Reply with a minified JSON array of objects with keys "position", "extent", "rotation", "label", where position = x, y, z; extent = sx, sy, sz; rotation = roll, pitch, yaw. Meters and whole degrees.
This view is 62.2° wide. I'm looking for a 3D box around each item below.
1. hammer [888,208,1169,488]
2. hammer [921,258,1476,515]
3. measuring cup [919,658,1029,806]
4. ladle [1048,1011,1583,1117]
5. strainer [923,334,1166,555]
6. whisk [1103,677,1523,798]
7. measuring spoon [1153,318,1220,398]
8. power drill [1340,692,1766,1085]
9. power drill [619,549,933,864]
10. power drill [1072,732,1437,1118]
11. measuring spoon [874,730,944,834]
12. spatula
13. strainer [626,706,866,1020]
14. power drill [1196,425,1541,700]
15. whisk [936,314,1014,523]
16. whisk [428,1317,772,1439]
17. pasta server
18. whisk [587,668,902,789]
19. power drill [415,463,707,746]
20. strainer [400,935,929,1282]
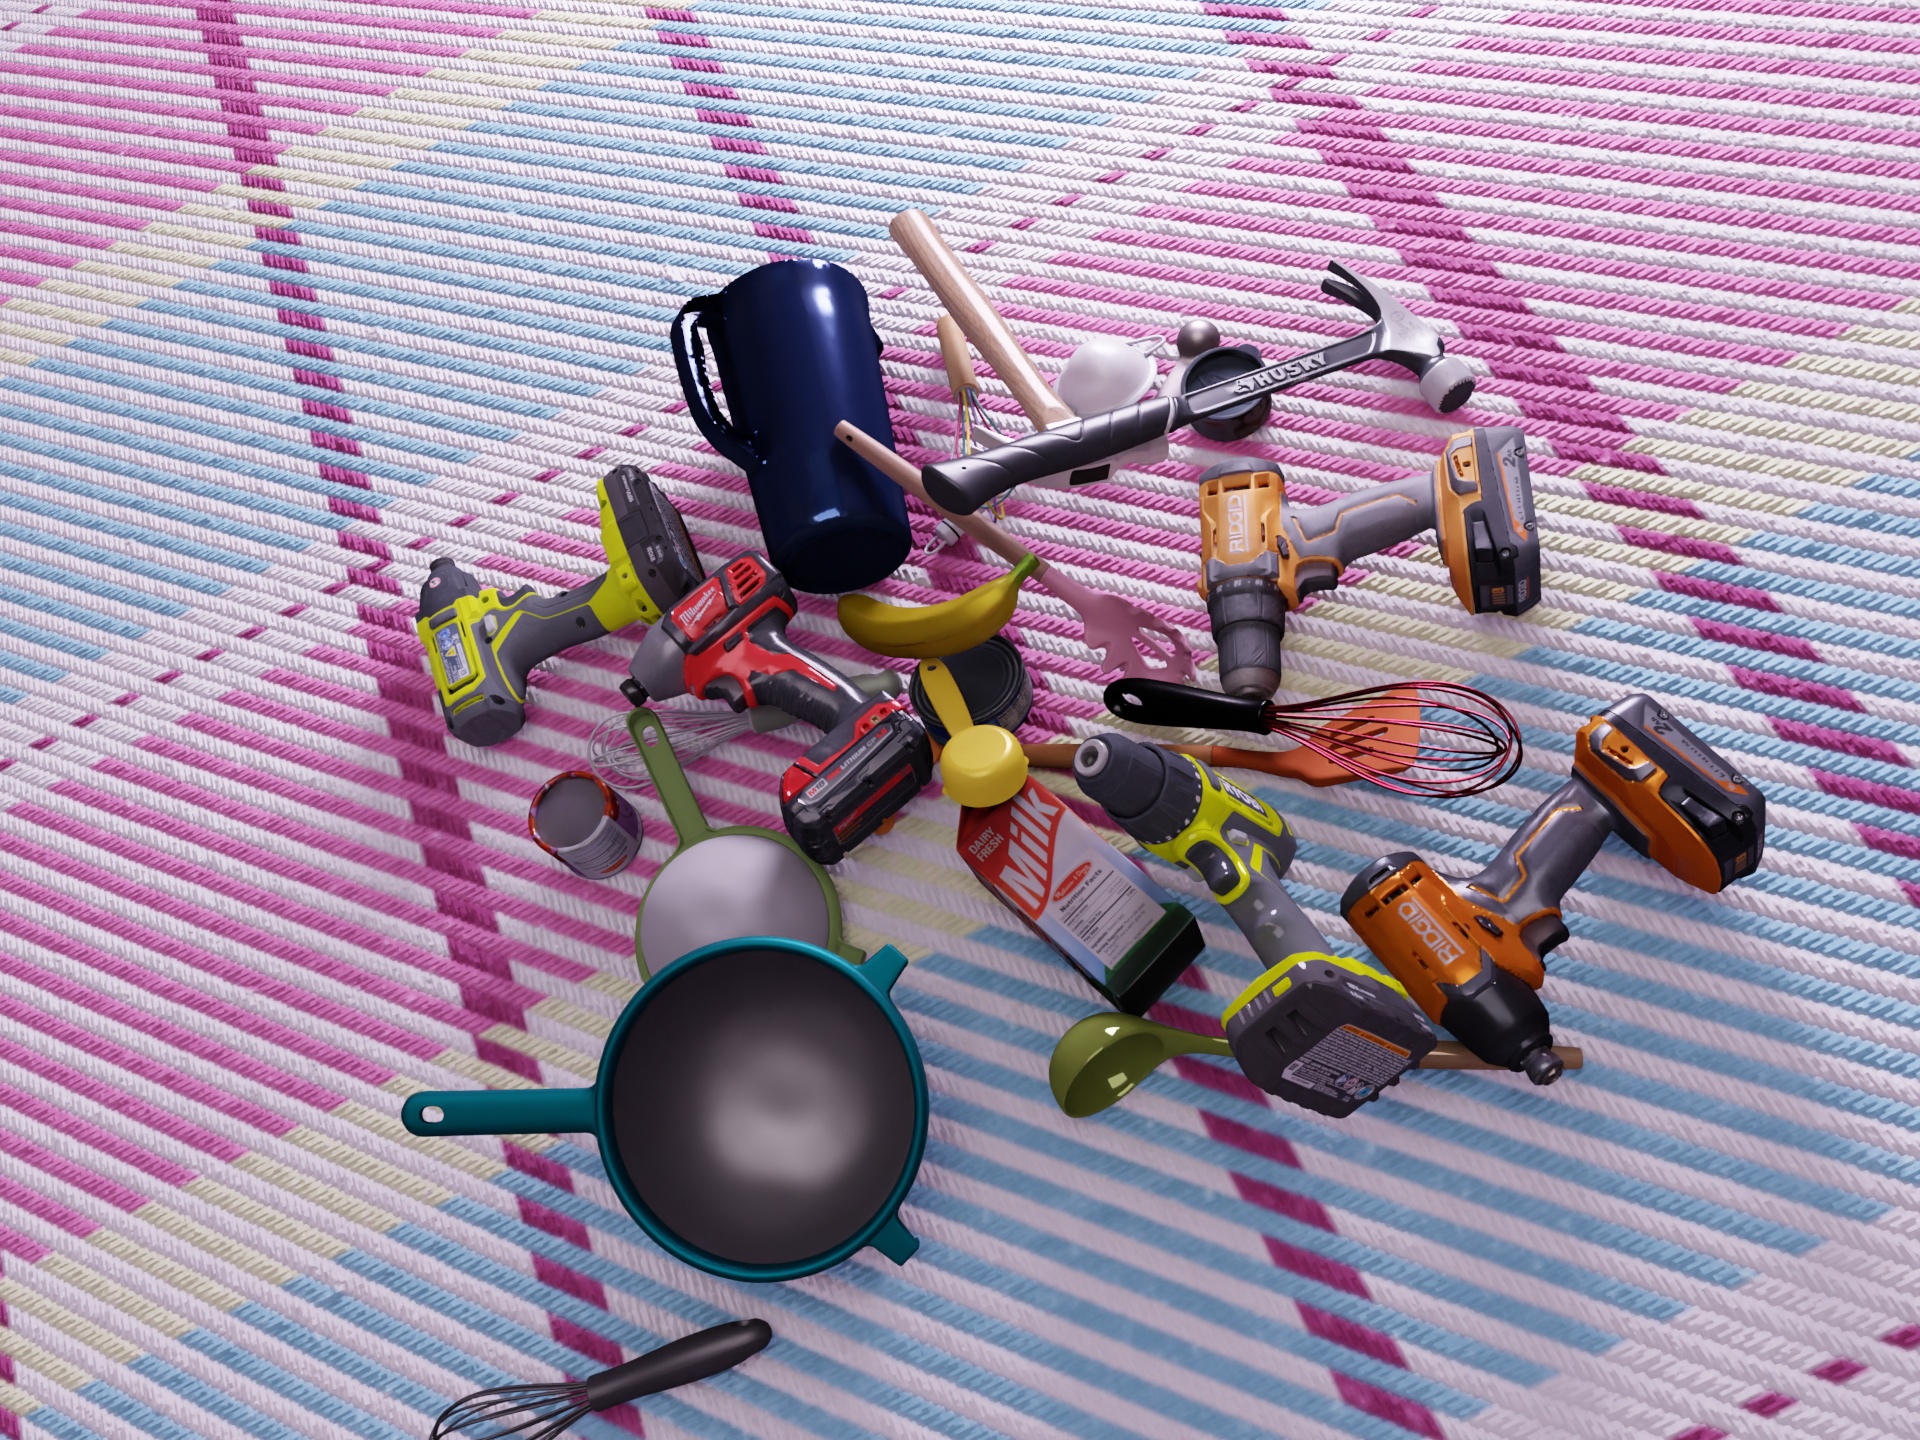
[{"position":[0.022,-0.290,1.209],"extent":[0.130,0.031,0.332],"rotation":[-17,53,-19],"label":"hammer"},{"position":[0.160,-0.226,1.123],"extent":[0.409,0.036,0.149],"rotation":[-21,61,-18],"label":"hammer"},{"position":[-0.002,-0.003,1.083],"extent":[0.062,0.029,0.157],"rotation":[-21,45,-6],"label":"measuring cup"},{"position":[0.214,0.214,0.973],"extent":[0.320,0.078,0.062],"rotation":[-1,51,9],"label":"ladle"},{"position":[0.062,-0.221,1.227],"extent":[0.258,0.050,0.087],"rotation":[-47,47,-5],"label":"strainer"},{"position":[0.214,0.001,1.018],"extent":[0.296,0.073,0.073],"rotation":[9,68,40],"label":"whisk"},{"position":[0.164,-0.261,1.227],"extent":[0.034,0.018,0.124],"rotation":[22,74,23],"label":"measuring spoon"},{"position":[0.366,0.105,0.955],"extent":[0.226,0.084,0.164],"rotation":[-36,51,1],"label":"power drill"},{"position":[-0.134,-0.010,1.125],"extent":[0.143,0.078,0.220],"rotation":[-40,67,-12],"label":"power drill"},{"position":[0.164,0.108,0.934],"extent":[0.080,0.190,0.229],"rotation":[-44,45,18],"label":"power drill"},{"position":[-0.032,0.032,1.150],"extent":[0.021,0.011,0.117],"rotation":[27,75,25],"label":"measuring spoon"},{"position":[0.148,0.017,1.089],"extent":[0.322,0.041,0.081],"rotation":[0,42,18],"label":"spatula"},{"position":[-0.184,0.096,1.106],"extent":[0.151,0.069,0.256],"rotation":[-28,74,1],"label":"strainer"},{"position":[0.275,-0.104,1.086],"extent":[0.226,0.084,0.185],"rotation":[-6,61,18],"label":"power drill"},{"position":[0.007,-0.241,1.222],"extent":[0.051,0.047,0.245],"rotation":[-49,36,34],"label":"whisk"},{"position":[-0.232,0.426,1.007],"extent":[0.239,0.055,0.055],"rotation":[-21,62,2],"label":"whisk"},{"position":[0.036,-0.119,1.132],"extent":[0.316,0.040,0.060],"rotation":[36,116,6],"label":"pasta server"},{"position":[-0.162,0.001,1.188],"extent":[0.246,0.058,0.059],"rotation":[-14,97,6],"label":"whisk"},{"position":[-0.323,-0.101,1.261],"extent":[0.223,0.080,0.171],"rotation":[-28,62,5],"label":"power drill"},{"position":[-0.183,0.245,1.030],"extent":[0.340,0.095,0.211],"rotation":[-3,86,8],"label":"strainer"}]
